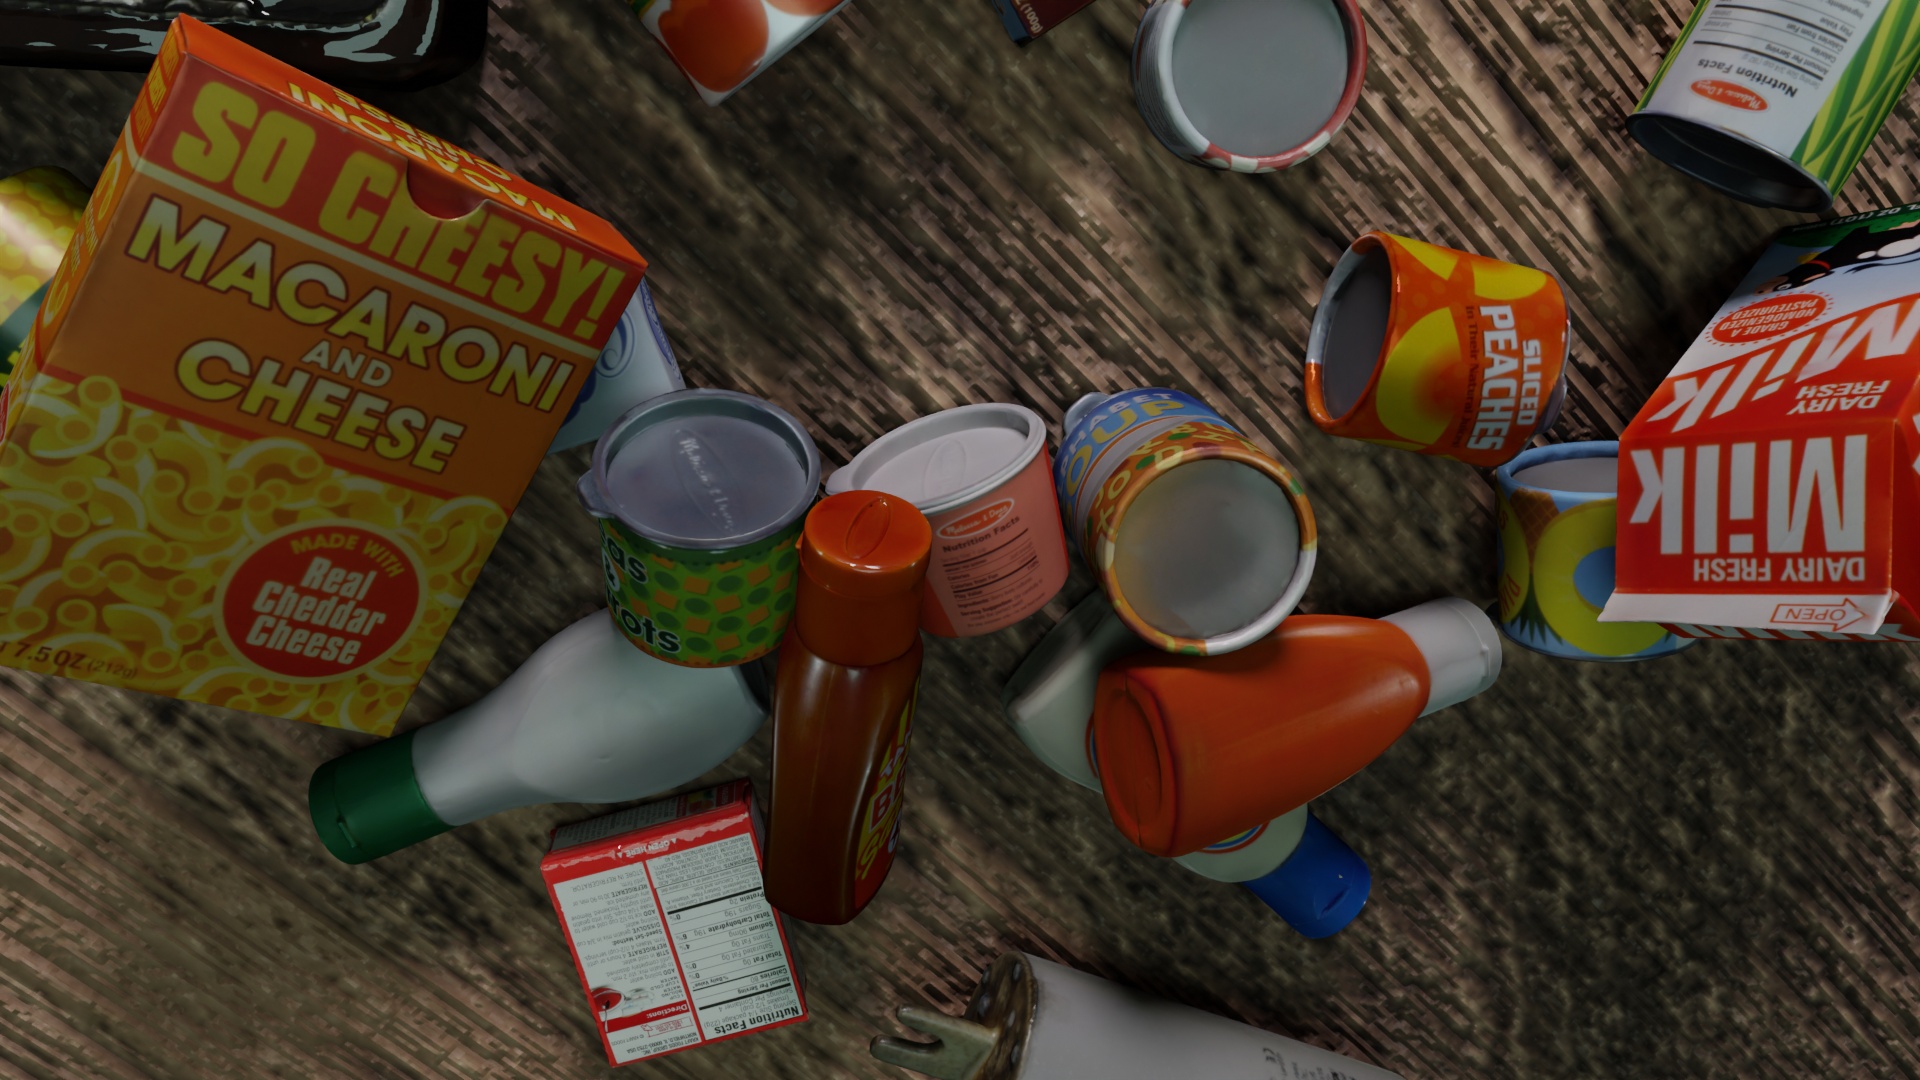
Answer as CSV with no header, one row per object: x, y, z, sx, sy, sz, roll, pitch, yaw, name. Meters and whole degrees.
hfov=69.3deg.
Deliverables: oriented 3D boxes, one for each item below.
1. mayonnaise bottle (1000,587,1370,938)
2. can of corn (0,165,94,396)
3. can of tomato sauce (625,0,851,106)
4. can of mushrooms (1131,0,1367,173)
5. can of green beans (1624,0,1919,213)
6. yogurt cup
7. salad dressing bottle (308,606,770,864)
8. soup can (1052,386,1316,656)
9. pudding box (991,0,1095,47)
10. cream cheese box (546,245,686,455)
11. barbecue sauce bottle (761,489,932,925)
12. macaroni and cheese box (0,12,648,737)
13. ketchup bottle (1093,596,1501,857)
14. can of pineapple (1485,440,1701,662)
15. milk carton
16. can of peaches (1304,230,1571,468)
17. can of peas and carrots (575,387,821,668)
0.085,0.084,0.493,0.148,0.041,0.065,42,91,-16,mayonnaise bottle
-0.255,-0.063,0.394,0.071,0.071,0.058,-44,106,8,can of corn
-0.072,-0.173,0.385,0.071,0.071,0.083,-37,108,5,can of tomato sauce
0.091,-0.148,0.428,0.071,0.033,0.070,-2,106,-5,can of mushrooms
0.253,-0.142,0.430,0.071,0.071,0.057,25,102,-13,can of green beans
0.002,-0.006,0.446,0.072,0.072,0.053,-21,116,0,yogurt cup
-0.139,0.065,0.461,0.148,0.044,0.064,-21,110,1,salad dressing bottle
0.066,-0.010,0.440,0.071,0.084,0.071,-2,107,-5,soup can
0.019,-0.195,0.407,0.049,0.030,0.083,-31,108,3,pudding box
-0.143,-0.051,0.435,0.104,0.024,0.053,-19,109,0,cream cheese box
-0.035,0.052,0.432,0.044,0.065,0.147,15,130,7,barbecue sauce bottle
-0.179,-0.033,0.375,0.123,0.040,0.166,21,107,-42,macaroni and cheese box
0.115,0.053,0.458,0.149,0.043,0.064,-13,105,-28,ketchup bottle
0.214,0.002,0.470,0.071,0.071,0.057,-9,107,-3,can of pineapple
0.260,-0.029,0.411,0.191,0.072,0.073,-39,112,-32,milk carton
0.150,-0.060,0.441,0.058,0.071,0.071,11,105,-9,can of peaches
-0.079,-0.002,0.424,0.071,0.071,0.058,2,137,-7,can of peas and carrots
